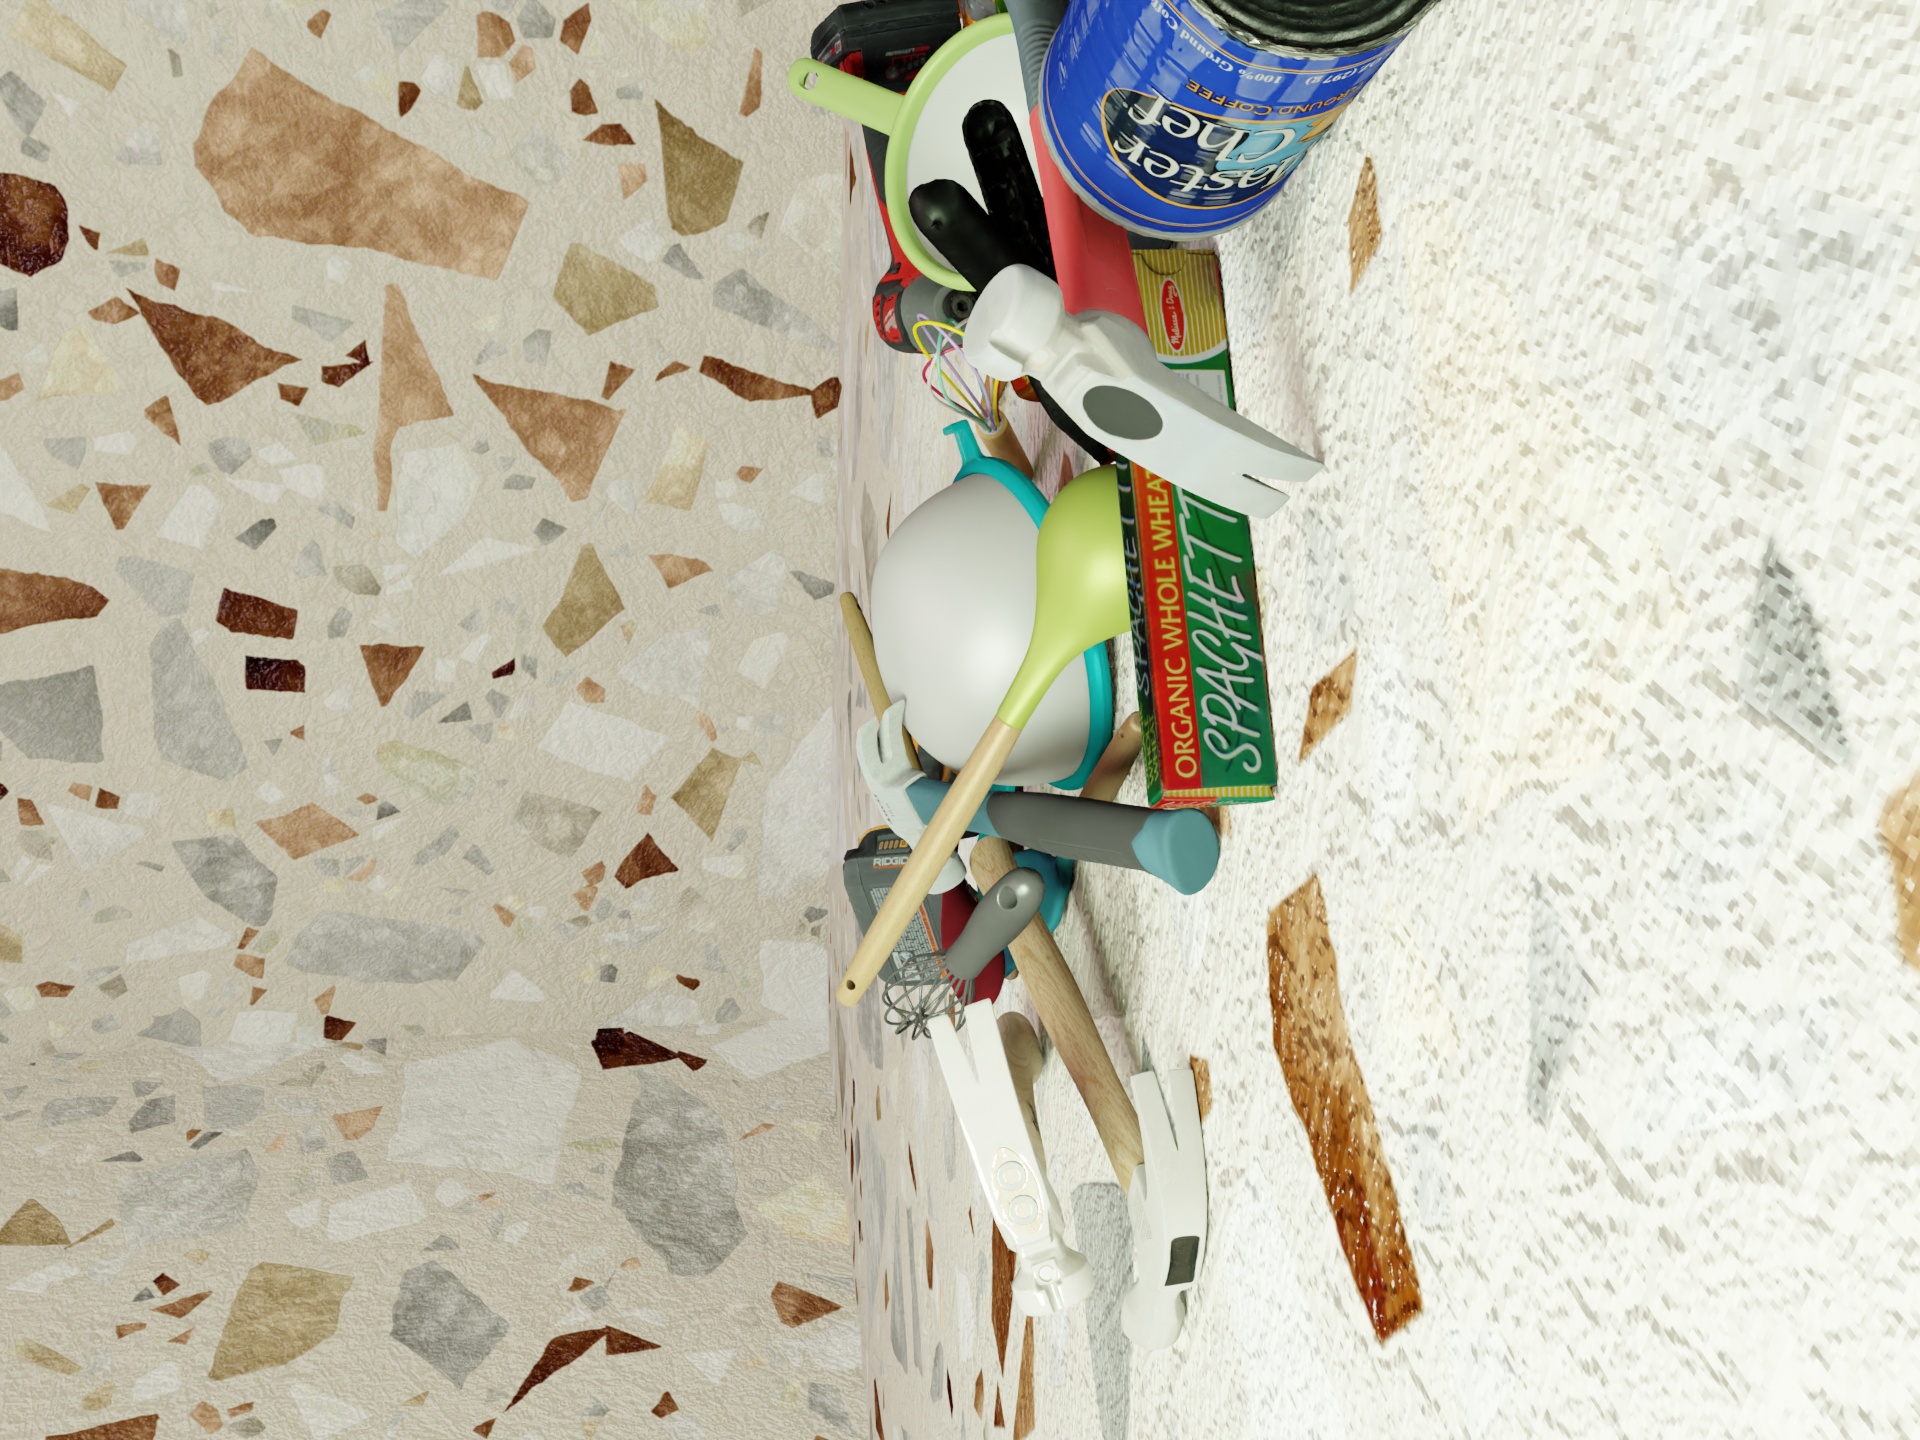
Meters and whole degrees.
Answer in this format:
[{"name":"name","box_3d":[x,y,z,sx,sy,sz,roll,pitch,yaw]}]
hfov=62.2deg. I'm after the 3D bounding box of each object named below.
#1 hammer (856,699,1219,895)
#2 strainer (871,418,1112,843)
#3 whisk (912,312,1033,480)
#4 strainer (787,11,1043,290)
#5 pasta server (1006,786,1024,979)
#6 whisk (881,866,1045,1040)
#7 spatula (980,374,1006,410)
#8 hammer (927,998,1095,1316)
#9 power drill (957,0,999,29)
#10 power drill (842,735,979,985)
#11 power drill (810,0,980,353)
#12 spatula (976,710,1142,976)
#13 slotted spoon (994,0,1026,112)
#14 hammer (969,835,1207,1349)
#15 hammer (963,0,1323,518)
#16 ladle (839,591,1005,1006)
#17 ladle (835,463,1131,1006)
[{"name":"hammer","box_3d":[0.031,0.053,0.850,0.128,0.033,0.331,62,157,-15]},{"name":"strainer","box_3d":[-0.002,-0.003,1.006,0.340,0.095,0.211,95,151,-47]},{"name":"whisk","box_3d":[0.018,-0.195,1.011,0.244,0.047,0.051,42,-139,-72]},{"name":"strainer","box_3d":[-0.002,-0.339,0.932,0.257,0.069,0.151,36,111,35]},{"name":"pasta server","box_3d":[0.044,0.062,1.130,0.060,0.040,0.316,-104,12,-56]},{"name":"whisk","box_3d":[0.002,0.134,0.909,0.238,0.055,0.055,122,147,-57]},{"name":"spatula","box_3d":[0.032,-0.290,1.108,0.322,0.041,0.081,116,175,-75]},{"name":"hammer","box_3d":[0.028,0.210,0.938,0.410,0.038,0.146,43,-152,-88]},{"name":"power drill","box_3d":[0.013,-0.481,1.090,0.164,0.084,0.227,101,161,-57]},{"name":"power drill","box_3d":[-0.027,0.059,1.183,0.226,0.084,0.185,-78,-22,-50]},{"name":"power drill","box_3d":[-0.032,-0.352,1.047,0.143,0.078,0.219,-141,39,-70]},{"name":"spatula","box_3d":[0.060,0.070,0.958,0.317,0.044,0.082,109,154,-63]},{"name":"slotted spoon","box_3d":[0.024,-0.345,1.053,0.313,0.031,0.070,100,162,-63]},{"name":"hammer","box_3d":[0.062,0.169,0.880,0.332,0.031,0.130,-117,29,-54]},{"name":"hammer","box_3d":[0.059,-0.241,0.684,0.038,0.143,0.387,-45,34,36]},{"name":"ladle","box_3d":[-0.030,0.046,1.075,0.069,0.031,0.316,23,-139,-59]},{"name":"ladle","box_3d":[0.017,0.018,0.777,0.320,0.078,0.062,-60,-15,25]}]
